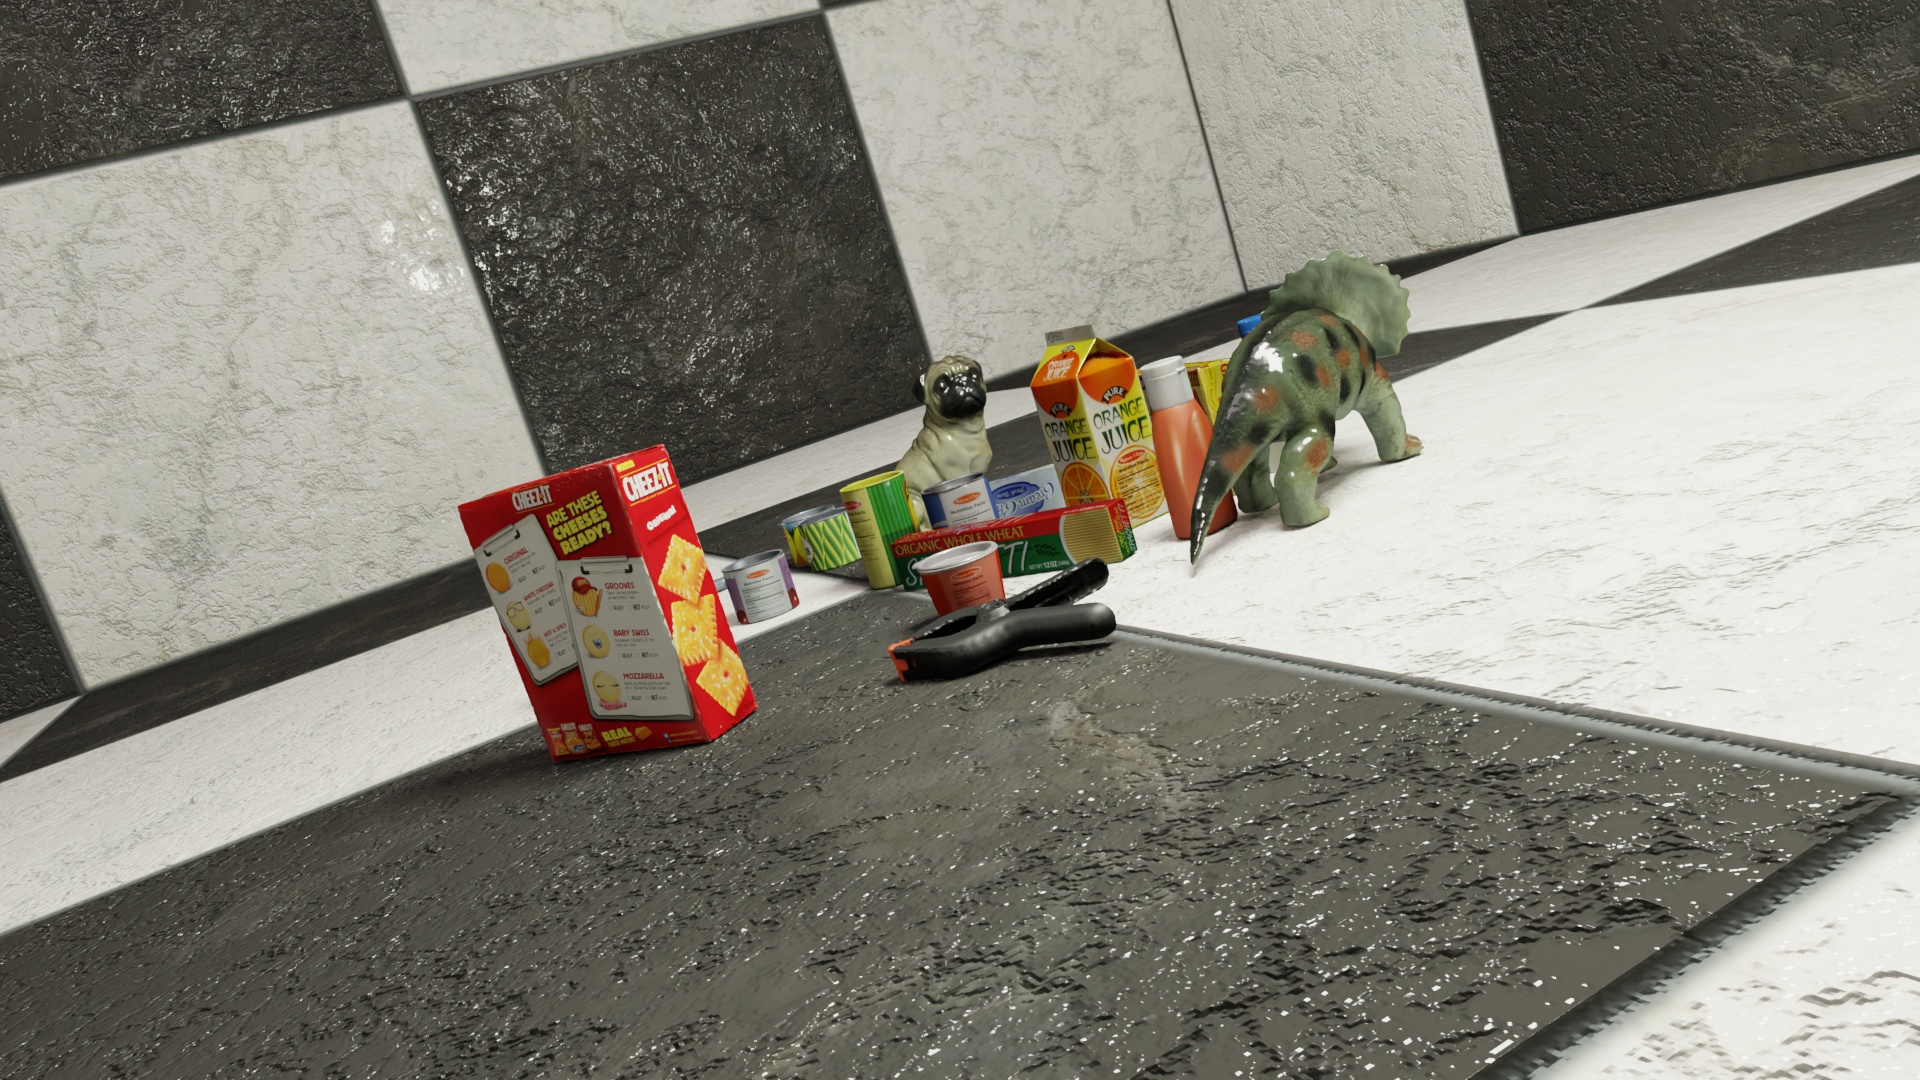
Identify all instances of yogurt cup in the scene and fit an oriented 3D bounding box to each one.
[{"bbox_3d":[0.004,0.036,1.127,0.072,0.054,0.072,-17,10,3],"label":"yogurt cup"}]

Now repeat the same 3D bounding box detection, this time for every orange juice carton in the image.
[{"bbox_3d":[0.127,-0.106,1.295,0.073,0.192,0.071,-23,11,-31],"label":"orange juice carton"}]

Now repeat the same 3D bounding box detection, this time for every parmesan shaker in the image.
[{"bbox_3d":[-0.074,-0.011,1.373,0.071,0.103,0.071,-17,9,3],"label":"parmesan shaker"}]

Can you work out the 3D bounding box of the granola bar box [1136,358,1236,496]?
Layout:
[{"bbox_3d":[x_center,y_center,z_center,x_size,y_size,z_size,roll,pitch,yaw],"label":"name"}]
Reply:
[{"bbox_3d":[0.221,-0.109,1.350,0.039,0.124,0.165,-20,10,-17],"label":"granola bar box"}]

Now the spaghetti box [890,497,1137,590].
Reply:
[{"bbox_3d":[0.041,0.006,1.239,0.249,0.050,0.029,-9,12,38],"label":"spaghetti box"}]

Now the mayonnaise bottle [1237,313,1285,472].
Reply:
[{"bbox_3d":[0.301,-0.143,1.327,0.064,0.147,0.041,-15,10,15],"label":"mayonnaise bottle"}]

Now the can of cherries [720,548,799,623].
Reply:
[{"bbox_3d":[-0.202,0.046,1.410,0.071,0.058,0.071,-17,10,3],"label":"can of cherries"}]

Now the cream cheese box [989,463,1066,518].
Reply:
[{"bbox_3d":[0.058,-0.041,1.460,0.104,0.053,0.024,-16,9,8],"label":"cream cheese box"}]

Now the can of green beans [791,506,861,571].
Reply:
[{"bbox_3d":[-0.147,-0.002,1.582,0.071,0.057,0.071,-17,10,3],"label":"can of green beans"}]

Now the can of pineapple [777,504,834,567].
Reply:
[{"bbox_3d":[-0.174,-0.005,1.644,0.071,0.057,0.071,-17,10,3],"label":"can of pineapple"}]

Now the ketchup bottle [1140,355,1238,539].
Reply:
[{"bbox_3d":[0.189,-0.079,1.168,0.043,0.148,0.065,-8,14,46],"label":"ketchup bottle"}]

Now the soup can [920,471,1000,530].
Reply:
[{"bbox_3d":[0.005,-0.017,1.329,0.071,0.083,0.071,-17,10,3],"label":"soup can"}]
